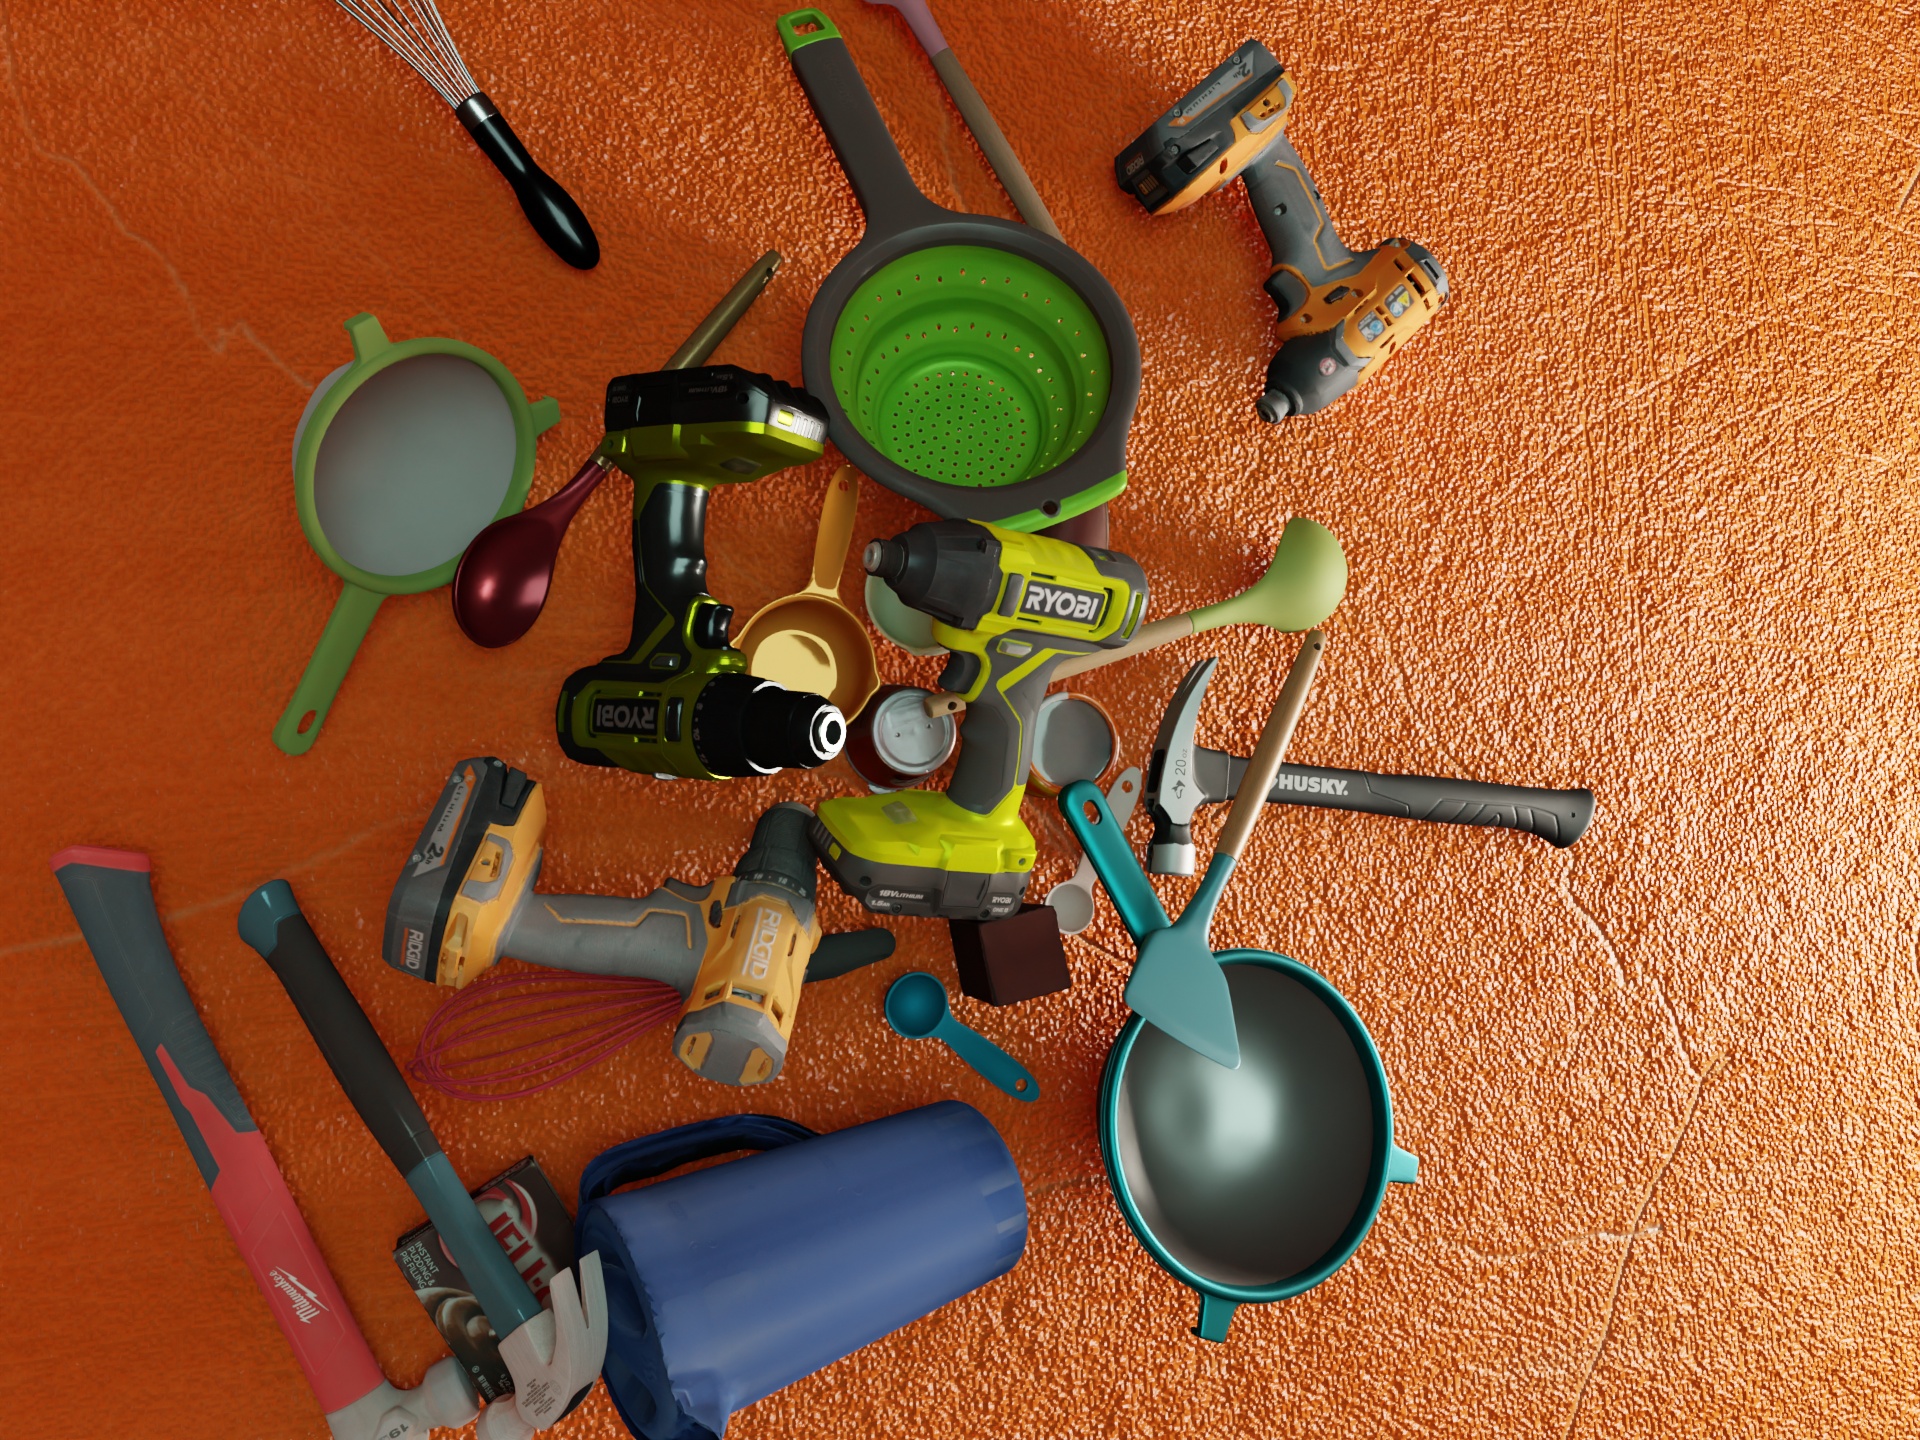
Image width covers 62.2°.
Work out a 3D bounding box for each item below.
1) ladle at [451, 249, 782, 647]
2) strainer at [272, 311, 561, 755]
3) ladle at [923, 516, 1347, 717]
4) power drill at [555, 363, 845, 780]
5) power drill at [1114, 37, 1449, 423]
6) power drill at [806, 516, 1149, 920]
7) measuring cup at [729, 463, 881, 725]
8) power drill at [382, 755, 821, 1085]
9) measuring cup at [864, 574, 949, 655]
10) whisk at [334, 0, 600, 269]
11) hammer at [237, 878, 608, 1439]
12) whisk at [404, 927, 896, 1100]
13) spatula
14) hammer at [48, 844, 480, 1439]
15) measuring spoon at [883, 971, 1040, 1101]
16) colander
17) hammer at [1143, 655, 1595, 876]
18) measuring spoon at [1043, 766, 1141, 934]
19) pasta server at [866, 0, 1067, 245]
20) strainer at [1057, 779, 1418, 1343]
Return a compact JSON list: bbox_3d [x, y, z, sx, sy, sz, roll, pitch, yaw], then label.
[{"bbox_3d":[-0.205,-0.174,0.971,0.315,0.031,0.069,-54,143,-16],"label":"ladle"},{"bbox_3d":[-0.346,-0.106,0.912,0.069,0.151,0.256,31,97,31],"label":"strainer"},{"bbox_3d":[0.117,-0.059,1.025,0.320,0.062,0.078,-19,121,-20],"label":"ladle"},{"bbox_3d":[-0.139,-0.078,0.903,0.080,0.191,0.228,9,85,-55],"label":"power drill"},{"bbox_3d":[0.209,-0.320,1.076,0.164,0.084,0.226,-44,102,-14],"label":"power drill"},{"bbox_3d":[-0.001,-0.003,0.913,0.171,0.080,0.223,7,109,-32],"label":"power drill"},{"bbox_3d":[-0.092,-0.072,0.987,0.095,0.052,0.174,14,80,-14],"label":"measuring cup"},{"bbox_3d":[-0.189,0.095,0.912,0.226,0.084,0.185,19,44,-7],"label":"power drill"},{"bbox_3d":[0.025,-0.073,0.999,0.167,0.038,0.083,6,82,7],"label":"measuring cup"},{"bbox_3d":[-0.310,-0.390,0.950,0.070,0.070,0.284,-40,102,-15],"label":"whisk"},{"bbox_3d":[-0.299,0.231,0.863,0.331,0.128,0.033,53,30,12],"label":"hammer"},{"bbox_3d":[-0.177,0.165,0.944,0.295,0.073,0.073,-12,89,-21],"label":"whisk"},{"bbox_3d":[0.180,0.063,0.988,0.082,0.044,0.318,32,62,-9],"label":"spatula"},{"bbox_3d":[-0.416,0.250,0.878,0.143,0.038,0.386,-26,93,-14],"label":"hammer"},{"bbox_3d":[0.001,0.204,1.013,0.128,0.021,0.042,41,76,-19],"label":"measuring spoon"},{"bbox_3d":[-0.030,-0.274,1.010,0.204,0.094,0.397,-21,74,-12],"label":"colander"},{"bbox_3d":[0.287,0.044,1.093,0.334,0.035,0.146,6,85,-15],"label":"hammer"},{"bbox_3d":[0.088,0.085,1.047,0.034,0.018,0.124,32,71,-11],"label":"measuring spoon"},{"bbox_3d":[-0.001,-0.413,1.052,0.060,0.040,0.316,-35,100,-15],"label":"pasta server"},{"bbox_3d":[0.133,0.197,1.007,0.211,0.095,0.340,-28,90,-27],"label":"strainer"}]
